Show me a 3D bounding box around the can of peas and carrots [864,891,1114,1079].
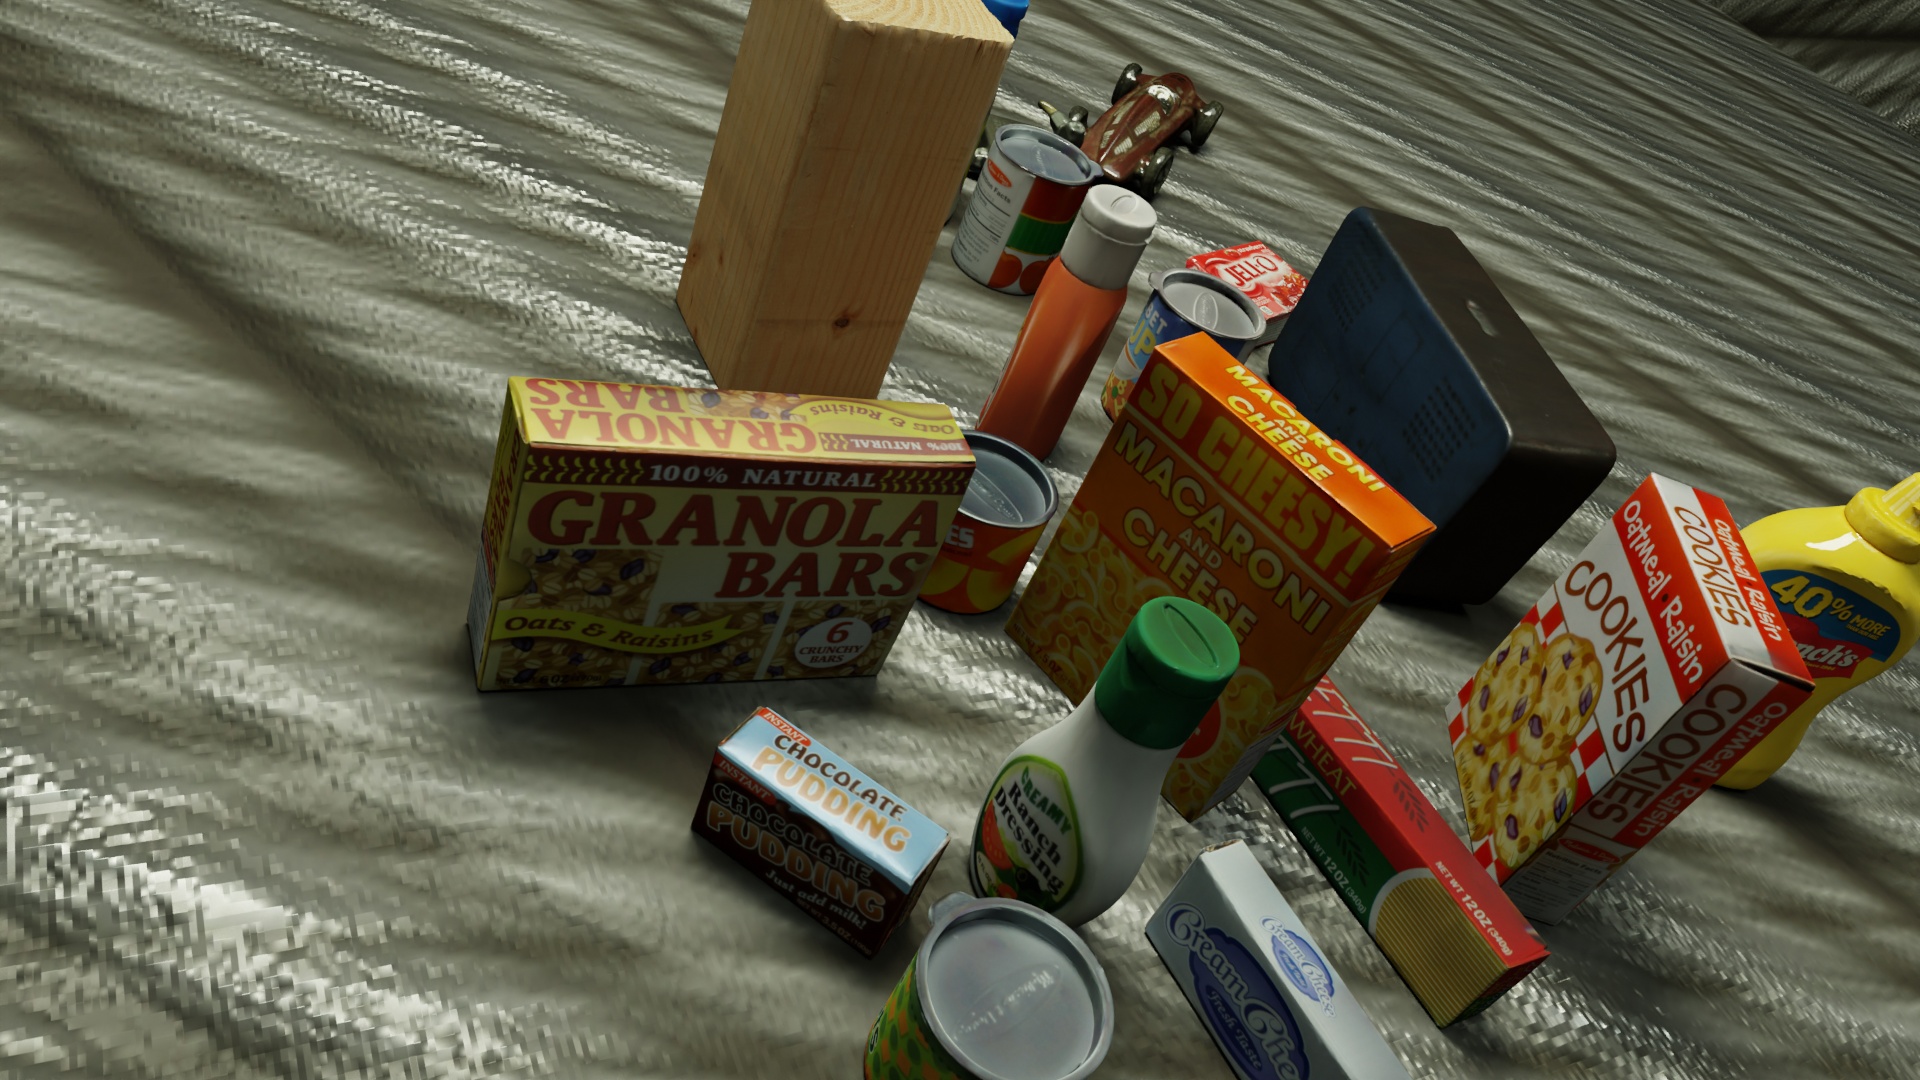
[{"bbox_3d":[0.006,0.158,0.450,0.071,0.058,0.071,15,39,-13],"label":"can of peas and carrots"}]

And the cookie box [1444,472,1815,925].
[{"bbox_3d":[0.285,0.071,0.615,0.040,0.166,0.123,20,38,-6],"label":"cookie box"}]

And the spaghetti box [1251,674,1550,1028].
[{"bbox_3d":[0.152,0.091,0.613,0.029,0.050,0.251,-7,49,-35],"label":"spaghetti box"}]

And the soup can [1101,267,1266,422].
[{"bbox_3d":[0.124,-0.104,0.795,0.071,0.083,0.072,15,39,-13],"label":"soup can"}]

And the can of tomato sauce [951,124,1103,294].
[{"bbox_3d":[0.040,-0.205,0.867,0.071,0.082,0.071,15,39,-13],"label":"can of tomato sauce"}]

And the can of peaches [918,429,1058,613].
[{"bbox_3d":[0.002,-0.008,0.640,0.071,0.057,0.071,15,39,-13],"label":"can of peaches"}]

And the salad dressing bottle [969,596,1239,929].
[{"bbox_3d":[0.049,0.082,0.490,0.044,0.146,0.064,-8,49,-35],"label":"salad dressing bottle"}]

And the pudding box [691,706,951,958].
[{"bbox_3d":[-0.050,0.102,0.491,0.084,0.049,0.030,33,39,10],"label":"pudding box"}]

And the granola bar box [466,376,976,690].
[{"bbox_3d":[-0.091,0.002,0.524,0.166,0.123,0.039,1,44,-28],"label":"granola bar box"}]

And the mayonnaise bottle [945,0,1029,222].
[{"bbox_3d":[0.000,-0.276,0.874,0.041,0.147,0.065,18,39,-10],"label":"mayonnaise bottle"}]

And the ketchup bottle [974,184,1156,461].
[{"bbox_3d":[0.054,-0.108,0.710,0.043,0.148,0.065,31,38,7],"label":"ketchup bottle"}]

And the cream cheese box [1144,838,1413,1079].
[{"bbox_3d":[0.112,0.166,0.502,0.024,0.053,0.104,-7,48,-35],"label":"cream cheese box"}]

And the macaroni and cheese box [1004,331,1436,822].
[{"bbox_3d":[0.099,0.017,0.576,0.040,0.165,0.124,-21,57,-43],"label":"macaroni and cheese box"}]
